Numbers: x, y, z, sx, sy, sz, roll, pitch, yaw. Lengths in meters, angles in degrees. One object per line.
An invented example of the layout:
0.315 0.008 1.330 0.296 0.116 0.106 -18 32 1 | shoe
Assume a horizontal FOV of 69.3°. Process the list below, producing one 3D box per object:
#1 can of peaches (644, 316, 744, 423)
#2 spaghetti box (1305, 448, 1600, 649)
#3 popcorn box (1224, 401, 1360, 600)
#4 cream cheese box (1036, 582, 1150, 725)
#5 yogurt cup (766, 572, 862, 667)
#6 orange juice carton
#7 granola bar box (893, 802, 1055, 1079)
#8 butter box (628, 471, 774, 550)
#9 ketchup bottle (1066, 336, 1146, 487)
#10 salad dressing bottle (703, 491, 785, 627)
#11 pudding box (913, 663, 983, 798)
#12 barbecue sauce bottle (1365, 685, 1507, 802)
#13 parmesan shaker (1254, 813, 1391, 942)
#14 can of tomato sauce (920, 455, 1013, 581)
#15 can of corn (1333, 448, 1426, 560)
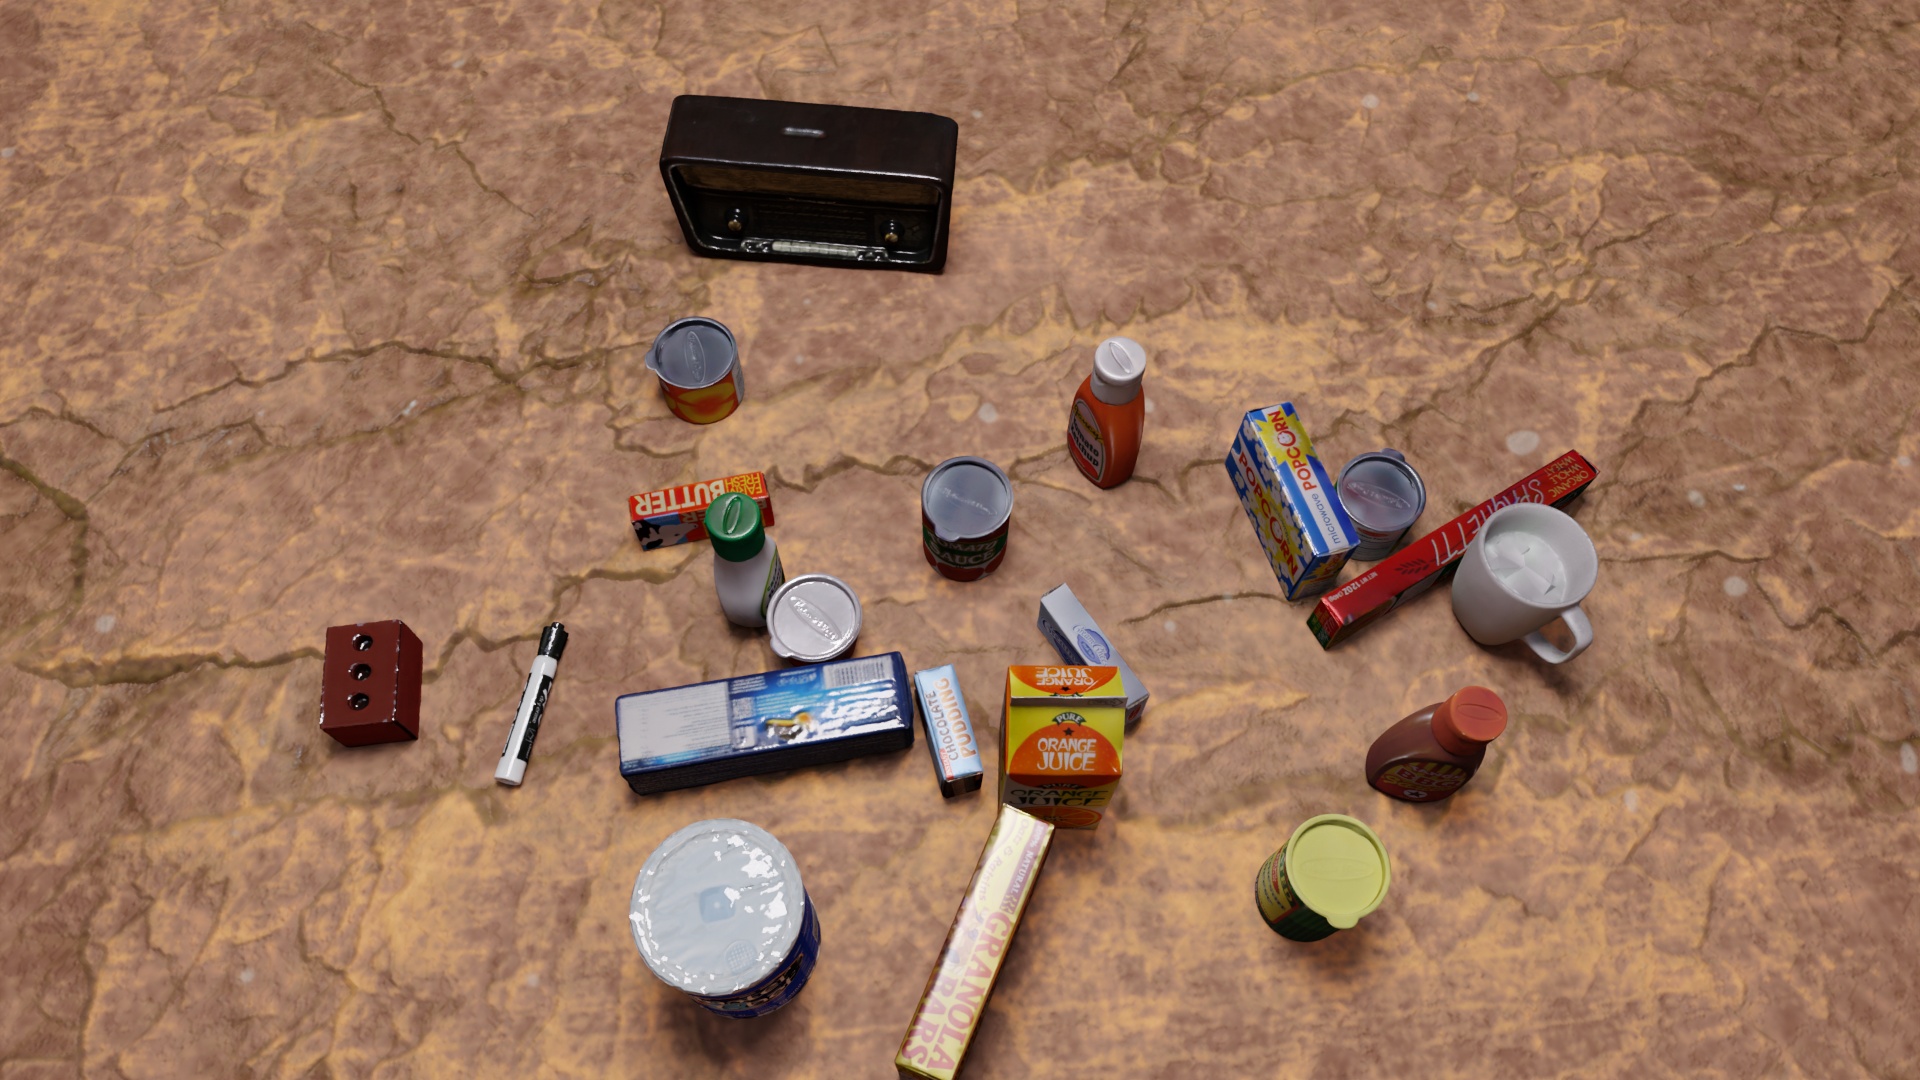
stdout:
-0.209 -0.134 1.097 0.071 0.057 0.071 0 65 -1 | can of peaches
0.372 0.005 1.049 0.251 0.050 0.029 -28 69 -13 | spaghetti box
0.247 -0.029 1.043 0.038 0.085 0.127 -16 67 -8 | popcorn box
0.094 0.084 1.005 0.024 0.053 0.104 -31 70 -14 | cream cheese box
-0.104 0.064 1.010 0.072 0.053 0.072 0 65 -1 | yogurt cup
0.063 0.132 0.905 0.072 0.192 0.073 1 65 0 | orange juice carton
0.010 0.262 0.881 0.039 0.123 0.166 22 67 9 | granola bar box
-0.194 -0.022 1.048 0.103 0.053 0.024 -11 66 -6 | butter box
0.112 -0.098 1.038 0.043 0.148 0.065 -27 69 -13 | ketchup bottle
-0.152 0.014 0.980 0.044 0.147 0.064 10 66 4 | salad dressing bottle
-0.009 0.134 0.981 0.030 0.049 0.084 -14 66 -7 | pudding box
0.322 0.137 0.933 0.065 0.148 0.044 11 66 4 | barbecue sauce bottle
0.236 0.227 0.914 0.071 0.102 0.071 0 65 -1 | parmesan shaker
0.004 -0.013 1.032 0.071 0.082 0.071 0 65 -1 | can of tomato sauce
0.314 -0.027 1.059 0.071 0.058 0.071 0 65 -1 | can of corn
